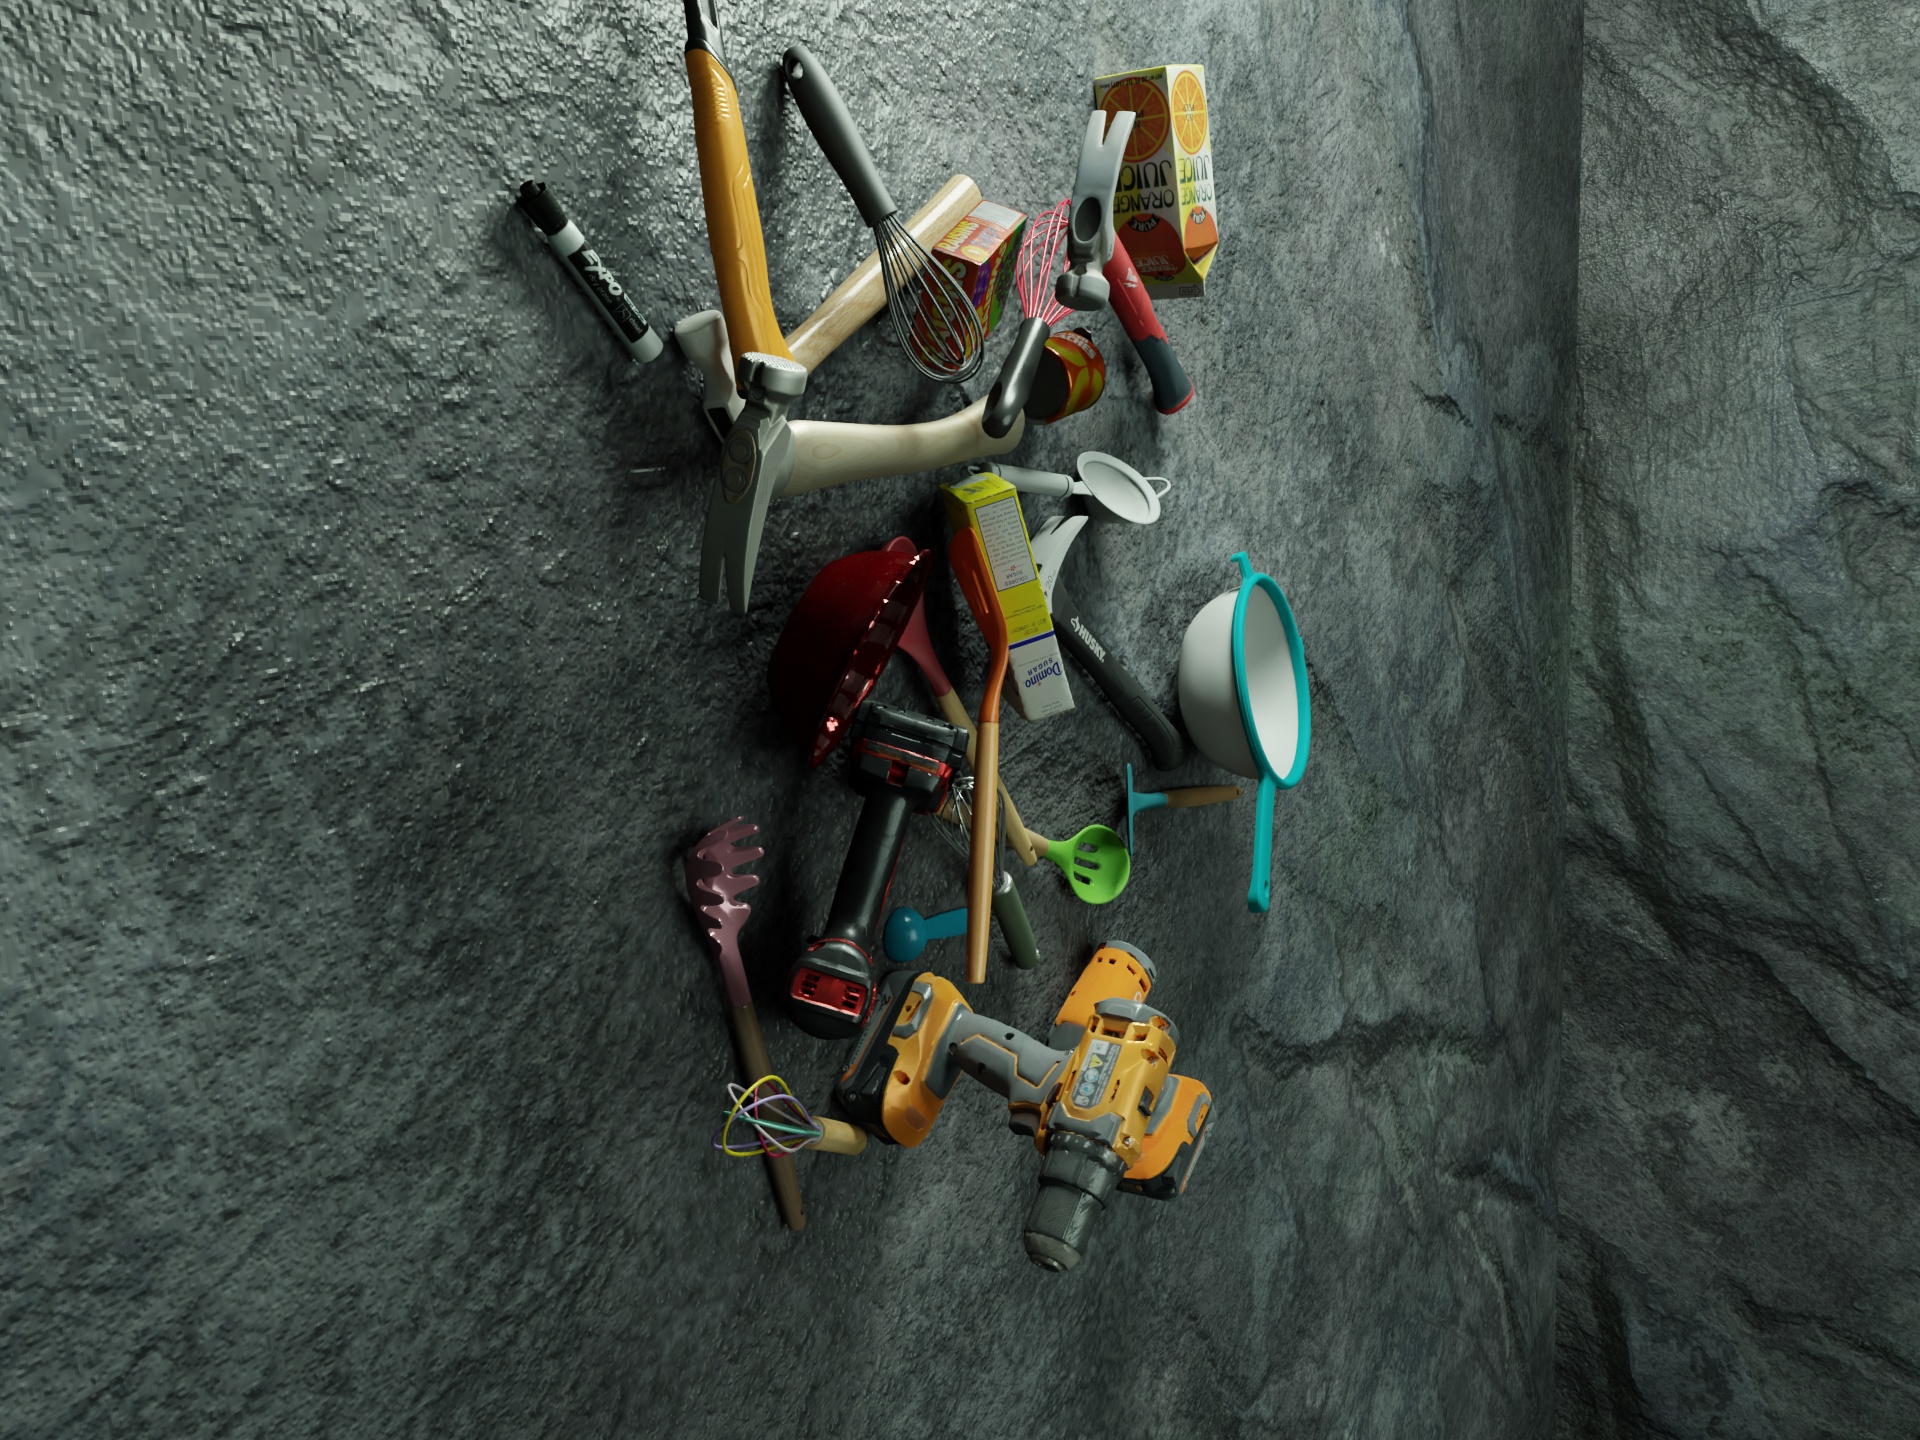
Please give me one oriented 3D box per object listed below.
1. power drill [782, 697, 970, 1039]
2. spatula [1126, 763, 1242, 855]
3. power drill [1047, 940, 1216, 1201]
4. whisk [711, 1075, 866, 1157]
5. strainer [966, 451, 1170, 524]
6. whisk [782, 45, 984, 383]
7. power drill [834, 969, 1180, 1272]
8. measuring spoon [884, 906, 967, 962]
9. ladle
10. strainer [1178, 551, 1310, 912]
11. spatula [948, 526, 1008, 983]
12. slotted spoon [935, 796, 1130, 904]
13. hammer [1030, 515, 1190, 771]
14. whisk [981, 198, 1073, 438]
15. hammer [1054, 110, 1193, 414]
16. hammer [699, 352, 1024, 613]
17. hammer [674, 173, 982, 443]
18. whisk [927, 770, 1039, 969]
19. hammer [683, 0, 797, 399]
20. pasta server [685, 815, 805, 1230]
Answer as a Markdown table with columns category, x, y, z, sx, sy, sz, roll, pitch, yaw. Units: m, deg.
| category | x | y | z | sx | sy | sz | roll | pitch | yaw |
| --- | --- | --- | --- | --- | --- | --- | --- | --- | --- |
| power drill | -0.063 | 0.107 | 1.071 | 0.143 | 0.078 | 0.220 | 107 | 0 | -77 |
| spatula | 0.215 | 0.078 | 1.543 | 0.317 | 0.044 | 0.082 | -1 | 89 | -57 |
| power drill | 0.146 | 0.333 | 1.439 | 0.164 | 0.084 | 0.226 | -54 | 131 | -38 |
| whisk | -0.102 | 0.265 | 1.042 | 0.244 | 0.051 | 0.047 | 53 | 37 | -68 |
| strainer | 0.087 | -0.194 | 1.323 | 0.258 | 0.050 | 0.087 | -1 | 52 | -50 |
| whisk | -0.054 | -0.330 | 1.045 | 0.055 | 0.055 | 0.239 | -40 | 105 | -47 |
| power drill | 0.024 | 0.273 | 1.113 | 0.084 | 0.226 | 0.185 | 55 | 50 | -43 |
| measuring spoon | -0.012 | 0.161 | 1.229 | 0.128 | 0.021 | 0.042 | -3 | 96 | -55 |
| ladle | -0.002 | -0.004 | 1.204 | 0.069 | 0.031 | 0.315 | -59 | 135 | -40 |
| strainer | 0.259 | 0.024 | 1.525 | 0.210 | 0.095 | 0.341 | 43 | 48 | -50 |
| spatula | 0.010 | 0.025 | 1.142 | 0.041 | 0.081 | 0.323 | 4 | 85 | -12 |
| slotted spoon | 0.054 | 0.097 | 1.320 | 0.313 | 0.031 | 0.070 | 25 | 73 | -53 |
| hammer | 0.133 | -0.046 | 1.412 | 0.334 | 0.035 | 0.146 | 44 | 59 | -49 |
| whisk | 0.061 | -0.306 | 1.206 | 0.296 | 0.073 | 0.073 | -71 | 145 | -41 |
| hammer | 0.148 | -0.346 | 1.300 | 0.386 | 0.038 | 0.143 | 21 | 79 | -72 |
| hammer | -0.047 | -0.173 | 1.069 | 0.410 | 0.038 | 0.146 | -29 | 137 | -64 |
| hammer | -0.070 | -0.284 | 1.084 | 0.331 | 0.031 | 0.129 | -54 | 135 | -39 |
| whisk | 0.026 | 0.124 | 1.252 | 0.246 | 0.059 | 0.058 | 69 | 3 | -45 |
| hammer | -0.146 | -0.355 | 0.925 | 0.127 | 0.034 | 0.337 | -20 | 104 | -55 |
| pasta server | -0.132 | 0.207 | 1.043 | 0.060 | 0.040 | 0.316 | -54 | 139 | -60 |
